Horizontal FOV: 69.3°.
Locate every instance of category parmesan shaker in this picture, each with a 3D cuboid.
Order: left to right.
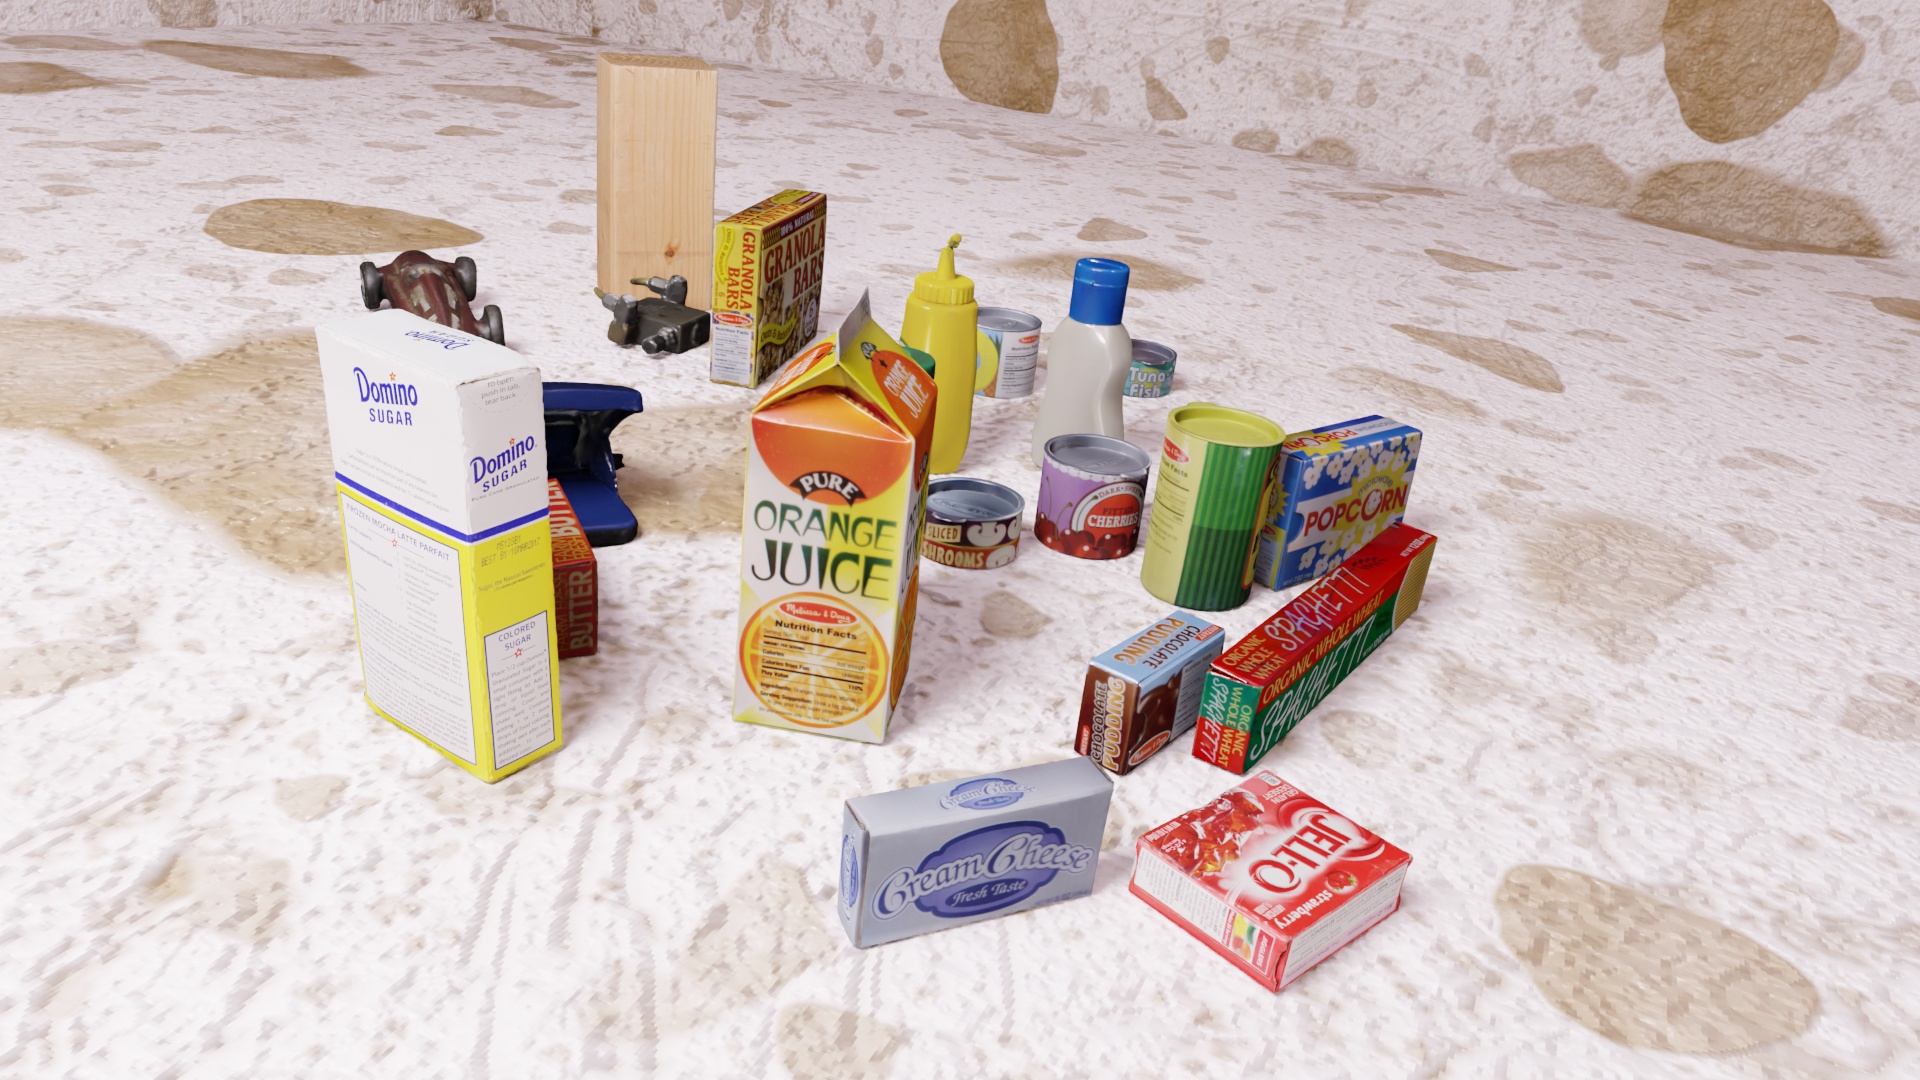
[{"bbox_3d":[0.143,-0.020,0.800,0.071,0.102,0.071,6,24,-2],"label":"parmesan shaker"}]

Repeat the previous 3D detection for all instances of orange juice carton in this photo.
[{"bbox_3d":[-0.055,-0.012,0.621,0.073,0.191,0.072,9,24,4],"label":"orange juice carton"}]

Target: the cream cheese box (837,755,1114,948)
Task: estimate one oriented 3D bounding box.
[{"bbox_3d":[0.006,0.116,0.523,0.104,0.053,0.024,-5,27,-25],"label":"cream cheese box"}]

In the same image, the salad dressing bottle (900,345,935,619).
[{"bbox_3d":[-0.038,-0.024,0.706,0.044,0.147,0.064,7,24,0],"label":"salad dressing bottle"}]

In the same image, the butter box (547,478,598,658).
[{"bbox_3d":[-0.204,0.013,0.697,0.024,0.053,0.104,-5,27,-25],"label":"butter box"}]

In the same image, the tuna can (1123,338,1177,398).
[{"bbox_3d":[0.147,-0.144,1.160,0.071,0.032,0.071,6,24,-2],"label":"tuna can"}]

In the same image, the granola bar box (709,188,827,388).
[{"bbox_3d":[-0.150,-0.204,1.103,0.039,0.123,0.166,10,24,8],"label":"granola bar box"}]

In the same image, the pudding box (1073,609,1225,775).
[{"bbox_3d":[0.090,0.070,0.653,0.030,0.049,0.084,23,29,32],"label":"pudding box"}]

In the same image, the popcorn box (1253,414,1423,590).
[{"bbox_3d":[0.227,-0.026,0.857,0.127,0.084,0.038,-14,31,-38],"label":"popcorn box"}]

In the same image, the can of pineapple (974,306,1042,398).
[{"bbox_3d":[0.028,-0.152,1.117,0.071,0.057,0.071,6,24,-2],"label":"can of pineapple"}]

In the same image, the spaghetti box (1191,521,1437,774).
[{"bbox_3d":[0.191,0.049,0.725,0.029,0.050,0.251,22,28,30],"label":"spaghetti box"}]

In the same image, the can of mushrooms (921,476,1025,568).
[{"bbox_3d":[0.003,-0.010,0.826,0.071,0.033,0.071,6,24,-2],"label":"can of mushrooms"}]

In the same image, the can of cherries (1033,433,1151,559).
[{"bbox_3d":[0.082,-0.026,0.852,0.071,0.058,0.072,6,24,-2],"label":"can of cherries"}]

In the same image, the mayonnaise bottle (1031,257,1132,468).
[{"bbox_3d":[0.086,-0.115,0.940,0.065,0.147,0.041,23,28,32],"label":"mayonnaise bottle"}]

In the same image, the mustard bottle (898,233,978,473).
[{"bbox_3d":[-0.016,-0.126,0.923,0.049,0.159,0.065,-2,25,-20],"label":"mustard bottle"}]
